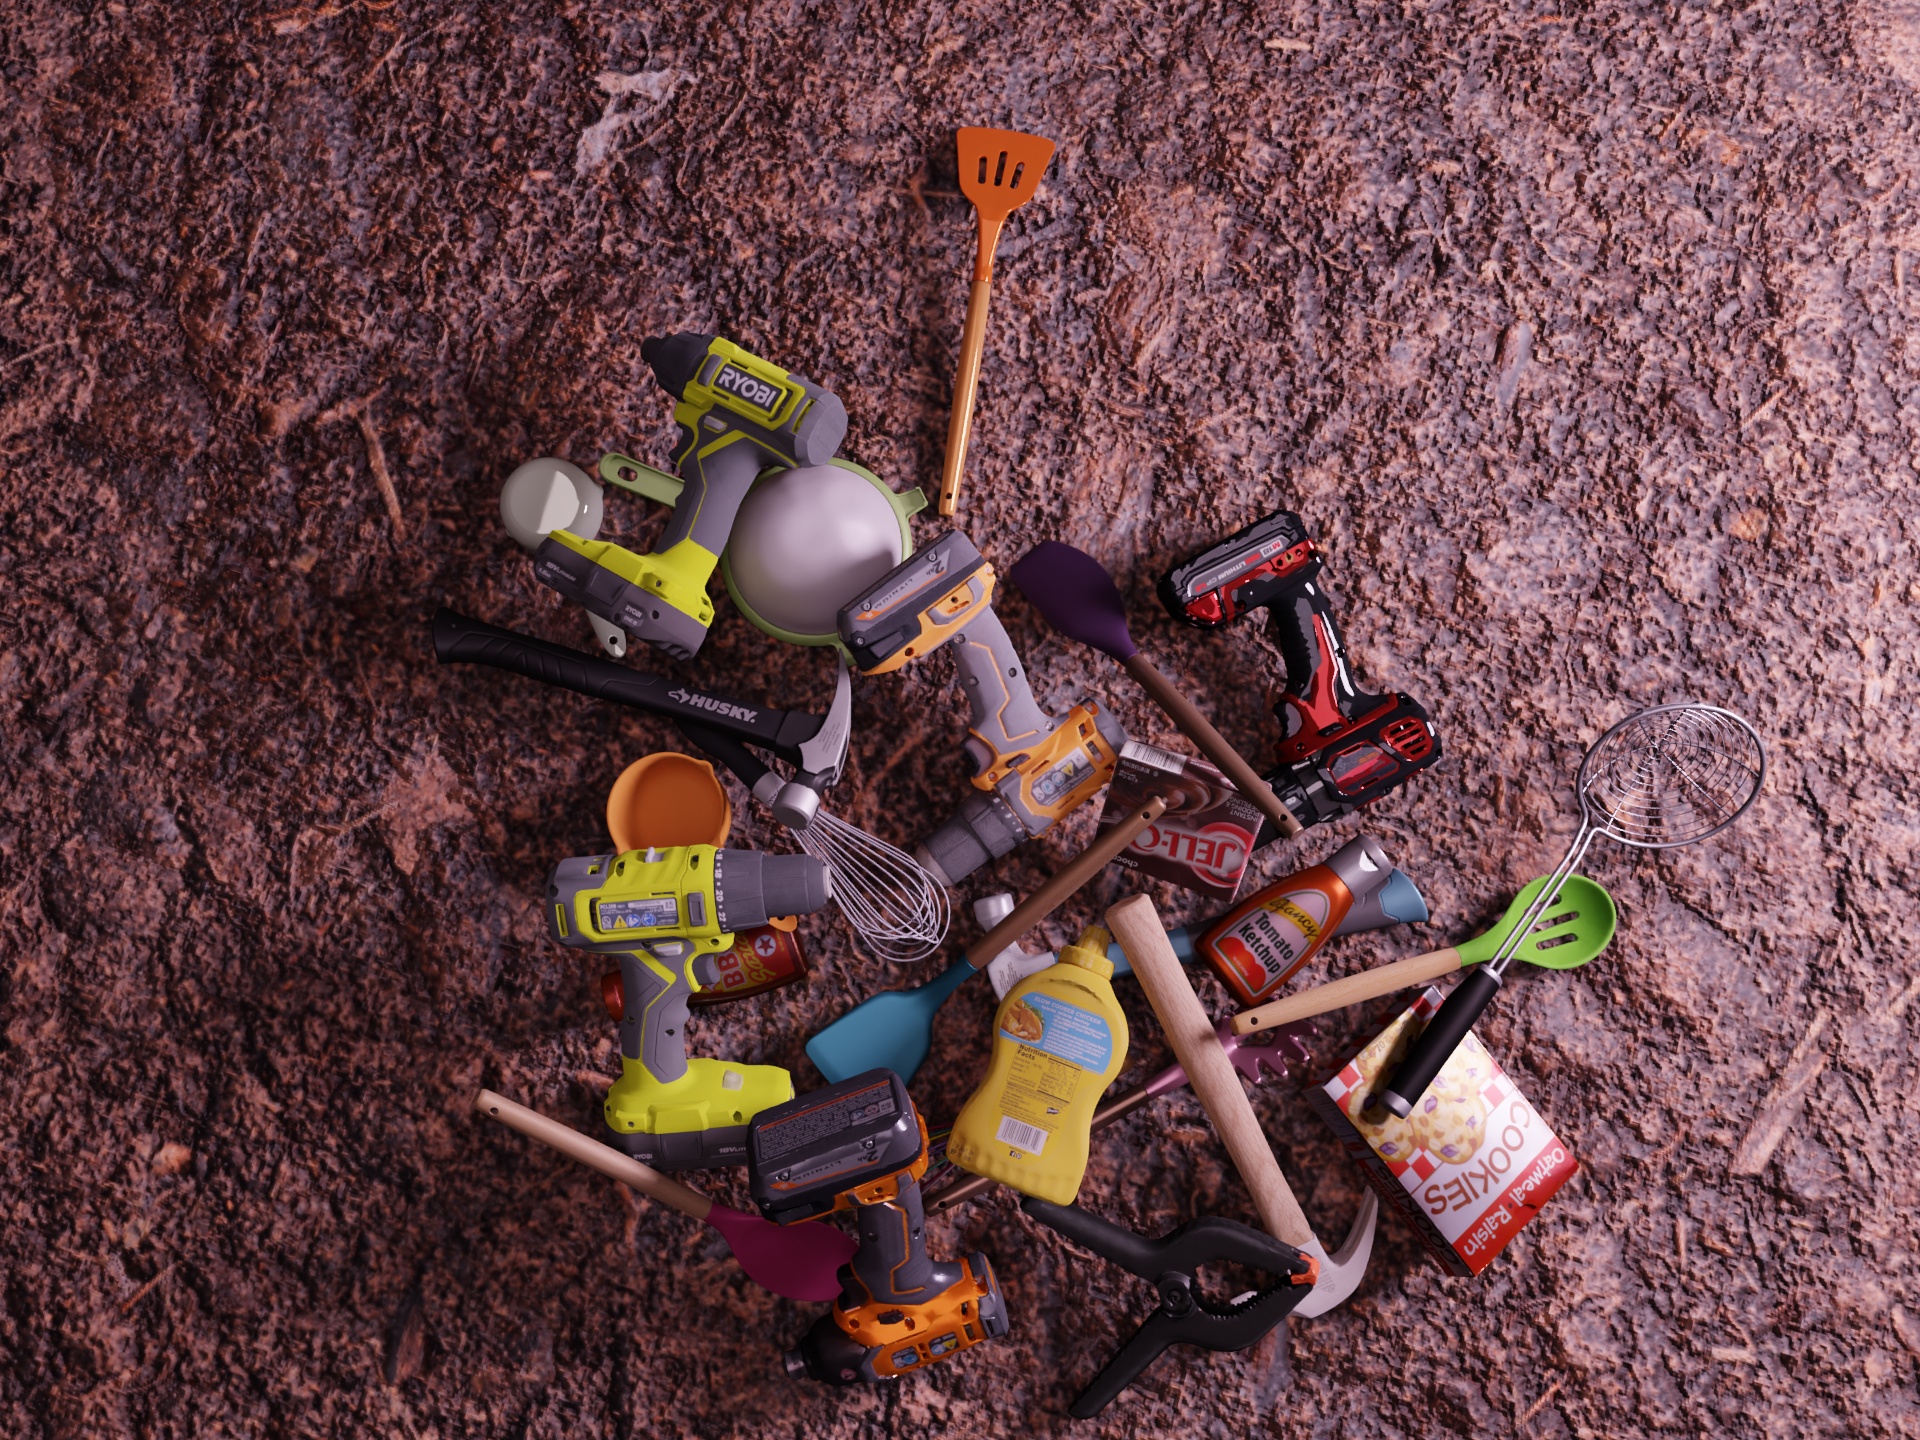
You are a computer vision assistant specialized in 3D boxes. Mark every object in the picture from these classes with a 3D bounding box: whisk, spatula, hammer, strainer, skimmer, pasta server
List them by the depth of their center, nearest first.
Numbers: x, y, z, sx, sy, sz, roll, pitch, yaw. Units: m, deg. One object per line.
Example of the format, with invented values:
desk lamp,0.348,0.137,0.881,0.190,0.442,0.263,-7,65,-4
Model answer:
skimmer,0.427,0.139,1.121,0.127,0.090,0.363,44,79,-21
hammer,0.194,0.276,1.145,0.130,0.031,0.331,-26,94,2
spatula,0.027,0.163,1.152,0.317,0.044,0.082,-42,91,12
spatula,0.144,-0.028,1.164,0.060,0.018,0.316,-37,60,-3
whisk,0.015,0.300,1.169,0.245,0.051,0.047,-26,106,-2
pasta server,0.114,0.289,1.174,0.316,0.040,0.060,-28,94,-2
whisk,-0.120,0.073,1.183,0.285,0.070,0.070,41,85,16
hammer,-0.241,-0.028,1.190,0.335,0.035,0.146,16,54,8
hammer,0.184,0.164,1.190,0.331,0.033,0.128,-12,82,-1
strainer,-0.161,-0.156,1.213,0.256,0.069,0.151,22,84,1
spatula,0.014,-0.319,1.257,0.081,0.041,0.322,9,87,1

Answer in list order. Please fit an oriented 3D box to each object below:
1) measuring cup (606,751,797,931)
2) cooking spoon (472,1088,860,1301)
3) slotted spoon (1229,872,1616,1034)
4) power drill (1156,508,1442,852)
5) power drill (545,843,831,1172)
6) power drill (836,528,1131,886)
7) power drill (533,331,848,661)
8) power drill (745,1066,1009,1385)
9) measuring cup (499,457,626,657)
measuring cup,-0.185,0.098,1.188,0.173,0.052,0.095,41,84,7
cooking spoon,-0.199,0.333,1.117,0.318,0.017,0.068,34,102,-22
slotted spoon,0.337,0.178,1.159,0.313,0.031,0.070,-14,79,-15
power drill,0.229,-0.023,1.193,0.188,0.080,0.227,-29,88,4
power drill,-0.180,0.196,1.124,0.190,0.080,0.228,-4,107,-1
power drill,-0.002,-0.004,1.176,0.185,0.084,0.226,-38,100,-3
power drill,-0.207,-0.172,1.168,0.171,0.080,0.223,28,86,19
power drill,-0.073,0.368,1.107,0.164,0.084,0.226,-20,115,-2
measuring cup,-0.299,-0.126,1.226,0.083,0.038,0.167,-25,84,-3
